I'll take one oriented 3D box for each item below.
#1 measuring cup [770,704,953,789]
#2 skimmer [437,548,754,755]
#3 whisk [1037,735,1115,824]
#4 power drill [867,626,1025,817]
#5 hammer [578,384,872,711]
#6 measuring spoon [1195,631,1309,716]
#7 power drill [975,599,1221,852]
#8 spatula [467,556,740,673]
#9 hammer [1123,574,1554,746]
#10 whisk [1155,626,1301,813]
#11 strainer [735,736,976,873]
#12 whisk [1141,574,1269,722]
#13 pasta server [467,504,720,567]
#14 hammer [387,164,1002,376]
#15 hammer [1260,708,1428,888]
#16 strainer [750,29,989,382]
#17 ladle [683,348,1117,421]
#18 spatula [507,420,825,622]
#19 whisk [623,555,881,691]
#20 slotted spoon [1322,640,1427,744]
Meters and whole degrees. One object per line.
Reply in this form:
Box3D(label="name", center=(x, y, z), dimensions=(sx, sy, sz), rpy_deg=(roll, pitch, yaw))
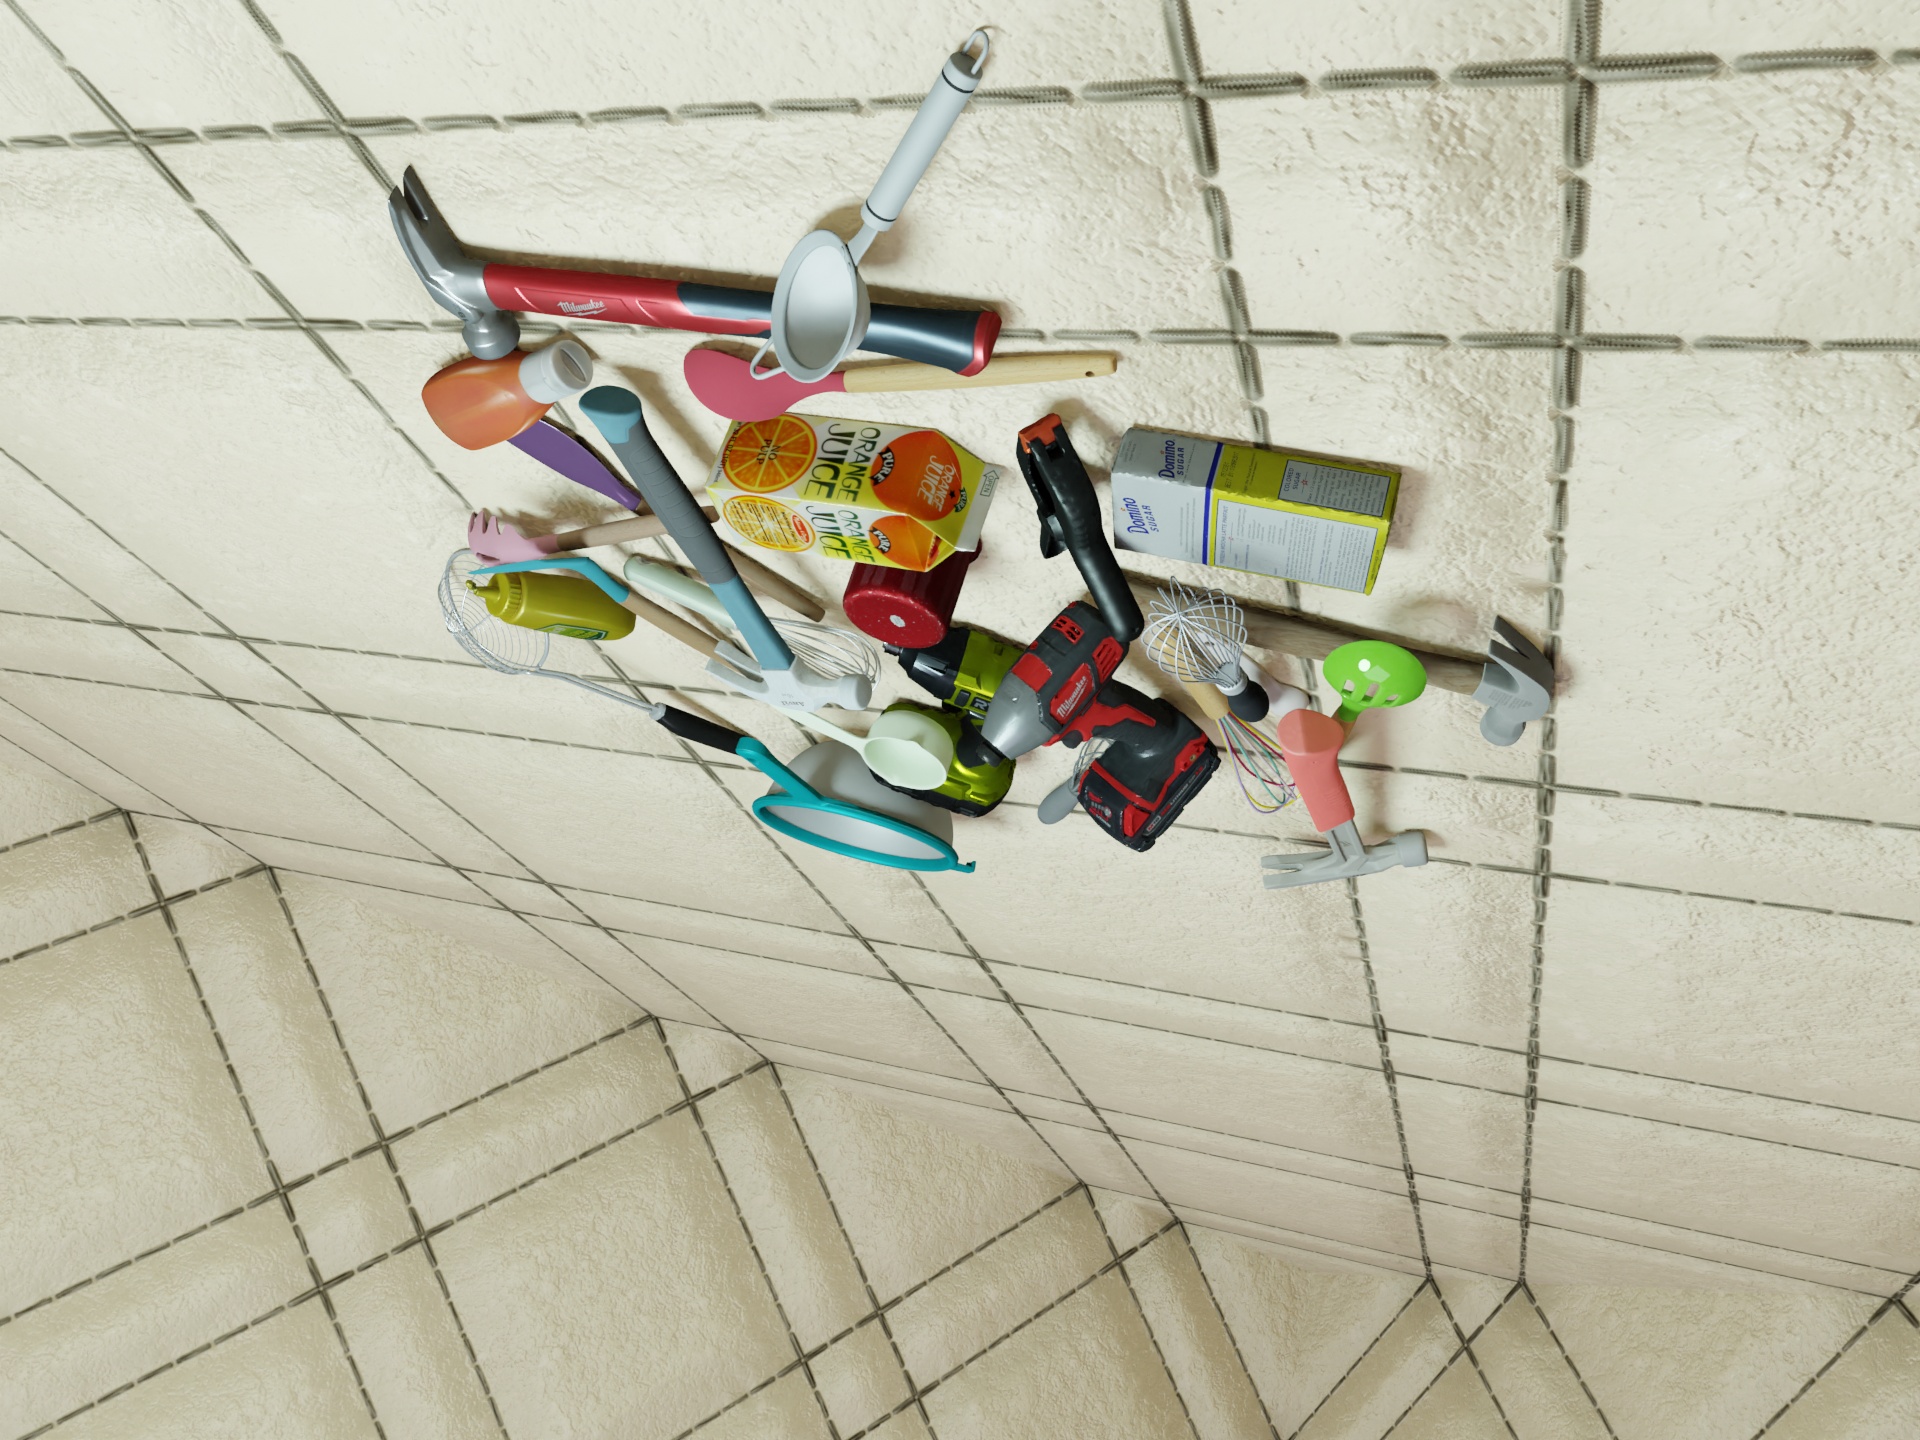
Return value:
Box3D(label="measuring cup", center=(-0.083, 0.004, 1.347), dimensions=(0.167, 0.038, 0.083), rpy_deg=(25, 149, -2))
Box3D(label="skimmer", center=(-0.340, -0.056, 1.554), dimensions=(0.127, 0.090, 0.363), rpy_deg=(-13, 152, 43))
Box3D(label="whisk", center=(0.113, 0.063, 1.494), dimensions=(0.055, 0.055, 0.239), rpy_deg=(20, 160, -7))
Box3D(label="power drill", center=(-0.002, -0.004, 1.392), dimensions=(0.171, 0.080, 0.223), rpy_deg=(20, 152, -6))
Box3D(label="hammer", center=(-0.186, -0.120, 1.204), dimensions=(0.128, 0.033, 0.330), rpy_deg=(2, 142, 29))
Box3D(label="measuring spoon", center=(0.226, -0.033, 1.246), dimensions=(0.124, 0.018, 0.034), rpy_deg=(32, 152, -28))
Box3D(label="power drill", center=(0.106, 0.012, 1.266), dimensions=(0.079, 0.143, 0.219), rpy_deg=(41, 180, 43))
Box3D(label="spatula", center=(-0.278, -0.088, 1.375), dimensions=(0.082, 0.044, 0.317), rpy_deg=(-6, 157, 32))
Box3D(label="hammer", center=(0.263, -0.058, 1.156), dimensions=(0.331, 0.031, 0.130), rpy_deg=(14, 156, 7))
Box3D(label="whisk", center=(0.223, 0.000, 1.298), dimensions=(0.047, 0.051, 0.244), rpy_deg=(-11, 139, 32))
Box3D(label="strainer", center=(-0.117, 0.052, 1.526), dimensions=(0.211, 0.095, 0.340), rpy_deg=(8, 161, 25))
Box3D(label="whisk", center=(0.186, -0.037, 1.128), dimensions=(0.070, 0.070, 0.284), rpy_deg=(6, 170, 22))
Box3D(label="pasta server", center=(-0.305, -0.155, 1.299), dimensions=(0.316, 0.040, 0.060), rpy_deg=(-3, 149, 39))
Box3D(label="hammer", center=(-0.165, -0.267, 0.987), dimensions=(0.386, 0.038, 0.143), rpy_deg=(10, 153, 16))
Box3D(label="hammer", center=(0.292, 0.071, 1.298), dimensions=(0.149, 0.037, 0.358), rpy_deg=(-10, 157, 17))
Box3D(label="strainer", center=(-0.045, -0.269, 0.866), dimensions=(0.050, 0.087, 0.258), rpy_deg=(-5, 154, -34))
Box3D(label="ladle", center=(-0.049, -0.220, 1.026), dimensions=(0.315, 0.031, 0.069), rpy_deg=(2, 152, 26))
Box3D(label="spatula", center=(-0.237, -0.161, 1.277), dimensions=(0.315, 0.018, 0.060), rpy_deg=(32, 152, -27))
Box3D(label="whisk", center=(-0.178, -0.083, 1.342), dimensions=(0.246, 0.059, 0.058), rpy_deg=(25, -163, 11))
Box3D(label="slotted spoon", center=(0.292, 0.002, 1.206), dimensions=(0.070, 0.031, 0.313), rpy_deg=(17, 167, 8))
